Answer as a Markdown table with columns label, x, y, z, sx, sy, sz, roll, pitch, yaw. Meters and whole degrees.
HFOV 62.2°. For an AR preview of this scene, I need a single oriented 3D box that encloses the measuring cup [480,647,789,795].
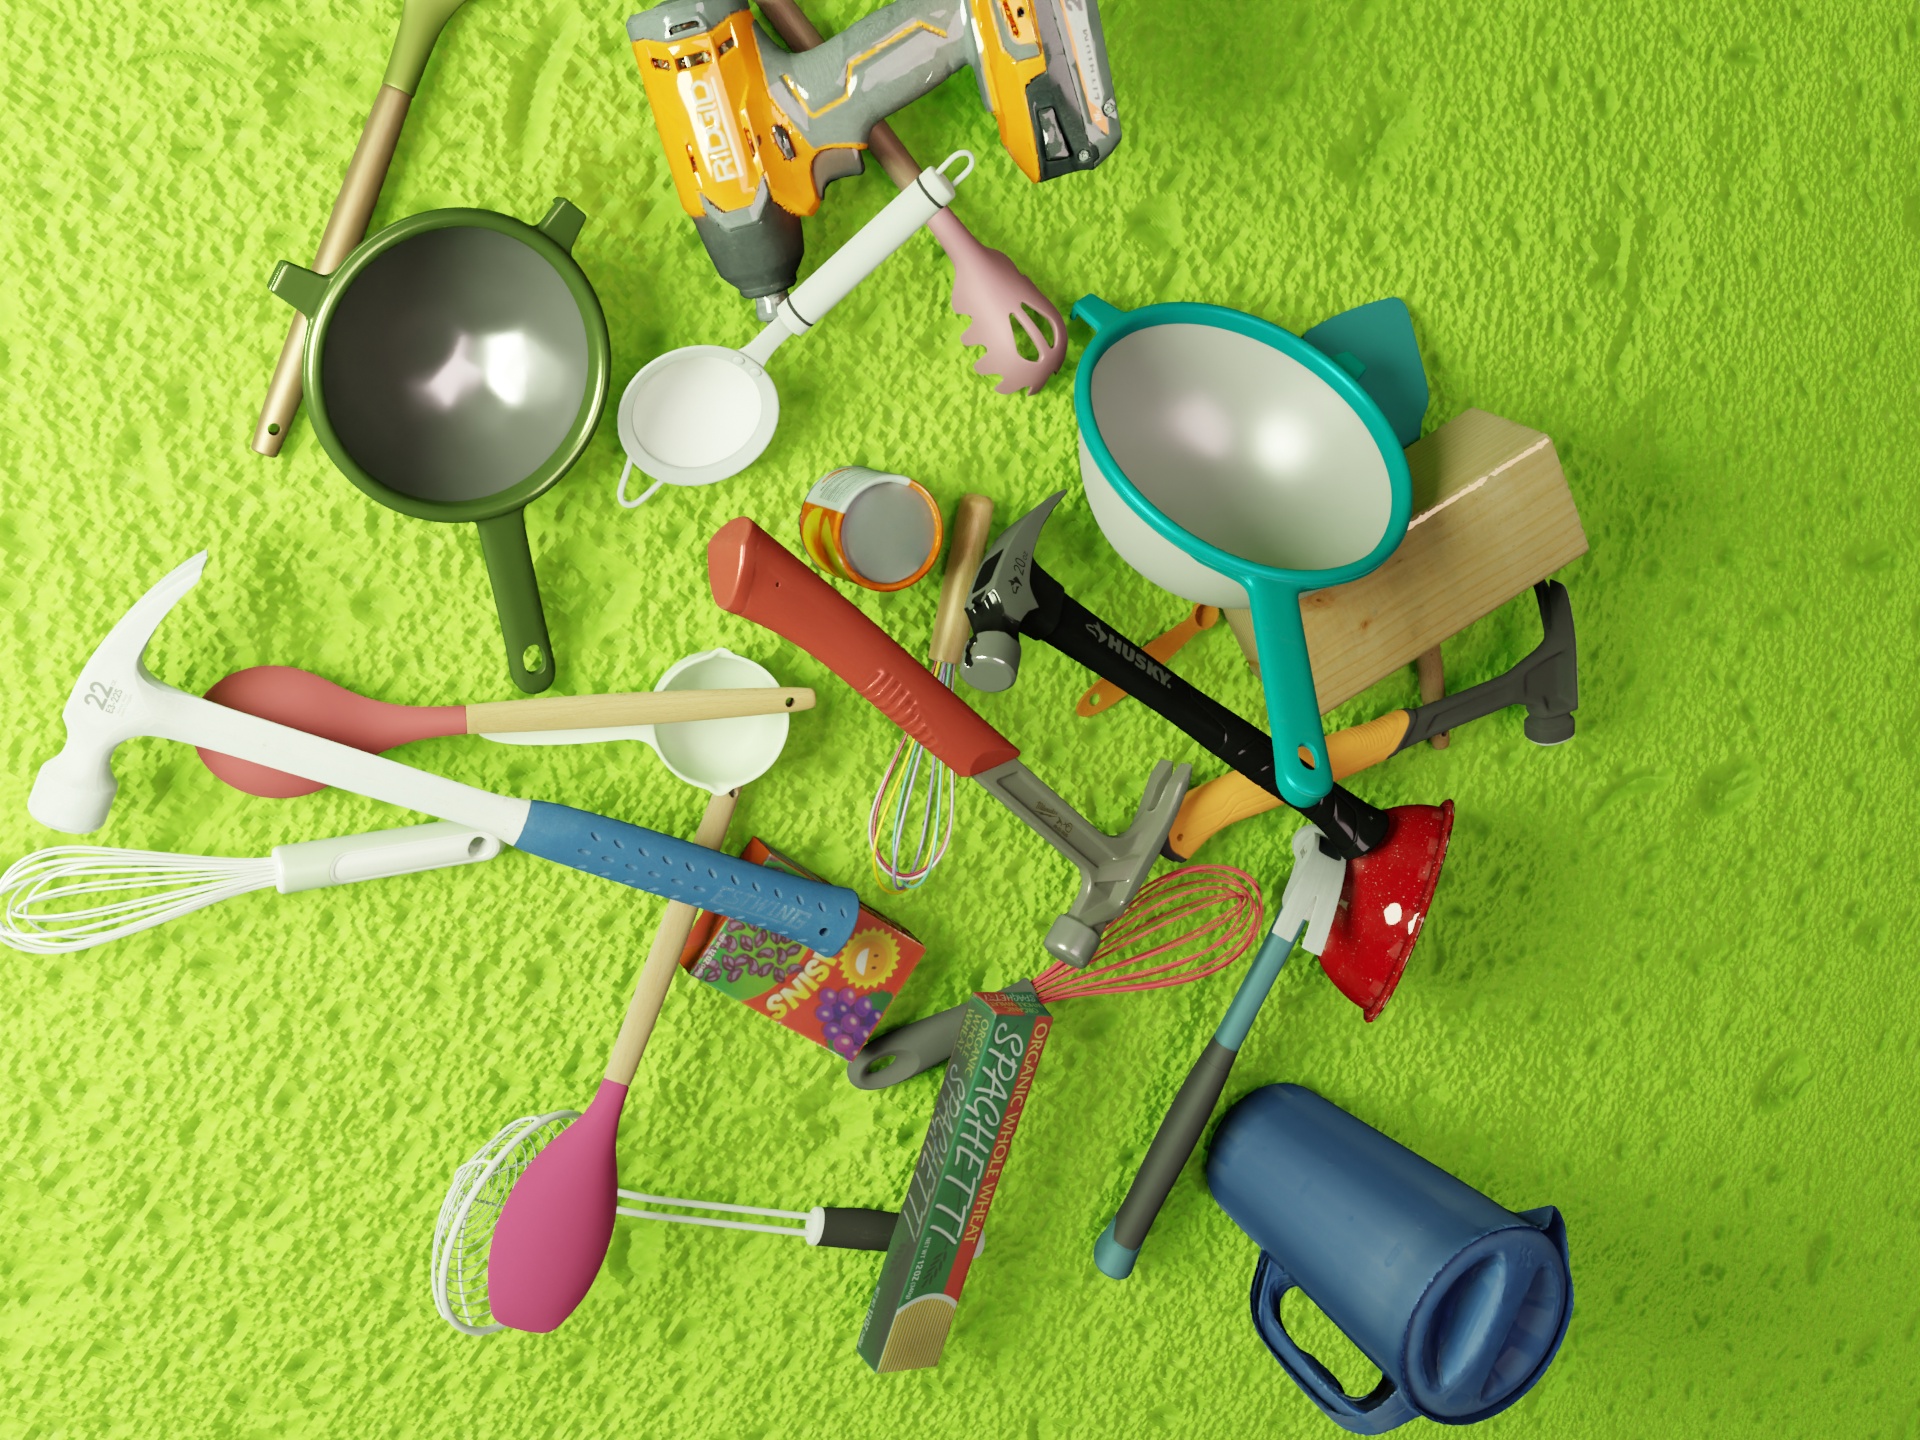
| label | x | y | z | sx | sy | sz | roll | pitch | yaw |
| --- | --- | --- | --- | --- | --- | --- | --- | --- | --- |
| measuring cup | -0.180 | -0.001 | 0.878 | 0.167 | 0.038 | 0.083 | -1 | 101 | -15 |

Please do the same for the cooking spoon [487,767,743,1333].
| label | x | y | z | sx | sy | sz | roll | pitch | yaw |
| --- | --- | --- | --- | --- | --- | --- | --- | --- | --- |
| cooking spoon | -0.179 | 0.174 | 0.874 | 0.068 | 0.017 | 0.319 | 30 | 70 | -35 |

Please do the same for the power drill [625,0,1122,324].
| label | x | y | z | sx | sy | sz | roll | pitch | yaw |
| --- | --- | --- | --- | --- | --- | --- | --- | --- | --- |
| power drill | -0.038 | -0.305 | 0.814 | 0.226 | 0.084 | 0.164 | -14 | 115 | 2 |

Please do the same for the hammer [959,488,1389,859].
| label | x | y | z | sx | sy | sz | roll | pitch | yaw |
| --- | --- | --- | --- | --- | --- | --- | --- | --- | --- |
| hammer | 0.143 | -0.009 | 0.970 | 0.334 | 0.035 | 0.146 | 32 | 50 | -25 |

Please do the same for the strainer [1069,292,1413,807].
| label | x | y | z | sx | sy | sz | roll | pitch | yaw |
| --- | --- | --- | --- | --- | --- | --- | --- | --- | --- |
| strainer | 0.154 | -0.086 | 0.906 | 0.211 | 0.095 | 0.341 | 8 | 56 | -17 |

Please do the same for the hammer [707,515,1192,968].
| label | x | y | z | sx | sy | sz | roll | pitch | yaw |
| --- | --- | --- | --- | --- | --- | --- | --- | --- | --- |
| hammer | -0.001 | -0.003 | 0.910 | 0.358 | 0.037 | 0.149 | 41 | 71 | -34 |

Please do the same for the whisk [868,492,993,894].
| label | x | y | z | sx | sy | sz | roll | pitch | yaw |
| --- | --- | --- | --- | --- | --- | --- | --- | --- | --- |
| whisk | -0.015 | -0.014 | 0.947 | 0.047 | 0.051 | 0.245 | 9 | 95 | -21 |

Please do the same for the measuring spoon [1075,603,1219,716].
| label | x | y | z | sx | sy | sz | roll | pitch | yaw |
| --- | --- | --- | --- | --- | --- | --- | --- | --- | --- |
| measuring spoon | 0.119 | -0.040 | 1.022 | 0.117 | 0.011 | 0.021 | -38 | 117 | -9 |

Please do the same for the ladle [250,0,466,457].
| label | x | y | z | sx | sy | sz | roll | pitch | yaw |
| --- | --- | --- | --- | --- | --- | --- | --- | --- | --- |
| ladle | -0.275 | -0.274 | 0.754 | 0.078 | 0.062 | 0.320 | 20 | 96 | -30 |

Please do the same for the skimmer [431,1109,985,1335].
| label | x | y | z | sx | sy | sz | roll | pitch | yaw |
| --- | --- | --- | --- | --- | --- | --- | --- | --- | --- |
| skimmer | -0.131 | 0.307 | 0.941 | 0.363 | 0.090 | 0.127 | 16 | 92 | -28 |

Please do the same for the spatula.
| label | x | y | z | sx | sy | sz | roll | pitch | yaw |
| --- | --- | --- | --- | --- | --- | --- | --- | --- | --- |
| spatula | 0.301 | -0.122 | 1.081 | 0.082 | 0.044 | 0.317 | -24 | 116 | -18 |

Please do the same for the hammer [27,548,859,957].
| label | x | y | z | sx | sy | sz | roll | pitch | yaw |
| --- | --- | --- | --- | --- | --- | --- | --- | --- | --- |
| hammer | -0.232 | 0.044 | 0.813 | 0.405 | 0.035 | 0.144 | 21 | 103 | -27 |

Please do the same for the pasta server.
| label | x | y | z | sx | sy | sz | roll | pitch | yaw |
| --- | --- | --- | --- | --- | --- | --- | --- | --- | --- |
| pasta server | -0.039 | -0.307 | 0.874 | 0.060 | 0.040 | 0.316 | -45 | 113 | -9 |

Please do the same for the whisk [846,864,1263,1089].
| label | x | y | z | sx | sy | sz | roll | pitch | yaw |
| --- | --- | --- | --- | --- | --- | --- | --- | --- | --- |
| whisk | 0.063 | 0.167 | 1.021 | 0.296 | 0.073 | 0.073 | -23 | 111 | -12 |

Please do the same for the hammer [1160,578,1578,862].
| label | x | y | z | sx | sy | sz | roll | pitch | yaw |
| --- | --- | --- | --- | --- | --- | --- | --- | --- | --- |
| hammer | 0.274 | 0.010 | 1.076 | 0.337 | 0.034 | 0.127 | -21 | 118 | -14 |

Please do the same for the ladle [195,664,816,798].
| label | x | y | z | sx | sy | sz | roll | pitch | yaw |
| --- | --- | --- | --- | --- | --- | --- | --- | --- | --- |
| ladle | -0.231 | -0.001 | 0.830 | 0.315 | 0.031 | 0.069 | -4 | 105 | -17 |

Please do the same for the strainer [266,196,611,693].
| label | x | y | z | sx | sy | sz | roll | pitch | yaw |
| --- | --- | --- | --- | --- | --- | --- | --- | --- | --- |
| strainer | -0.249 | -0.133 | 0.803 | 0.151 | 0.069 | 0.256 | -26 | 130 | -30 |

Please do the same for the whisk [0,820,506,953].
| label | x | y | z | sx | sy | sz | roll | pitch | yaw |
| --- | --- | --- | --- | --- | --- | --- | --- | --- | --- |
| whisk | -0.354 | 0.077 | 0.806 | 0.246 | 0.059 | 0.057 | -8 | 118 | -28 |

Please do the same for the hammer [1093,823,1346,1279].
| label | x | y | z | sx | sy | sz | roll | pitch | yaw |
| --- | --- | --- | --- | --- | --- | --- | --- | --- | --- |
| hammer | 0.173 | 0.227 | 1.070 | 0.033 | 0.128 | 0.331 | 26 | 99 | 5 |

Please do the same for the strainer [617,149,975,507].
| label | x | y | z | sx | sy | sz | roll | pitch | yaw |
| --- | --- | --- | --- | --- | --- | --- | --- | --- | --- |
| strainer | -0.090 | -0.204 | 0.819 | 0.258 | 0.050 | 0.086 | -36 | 138 | 22 |
